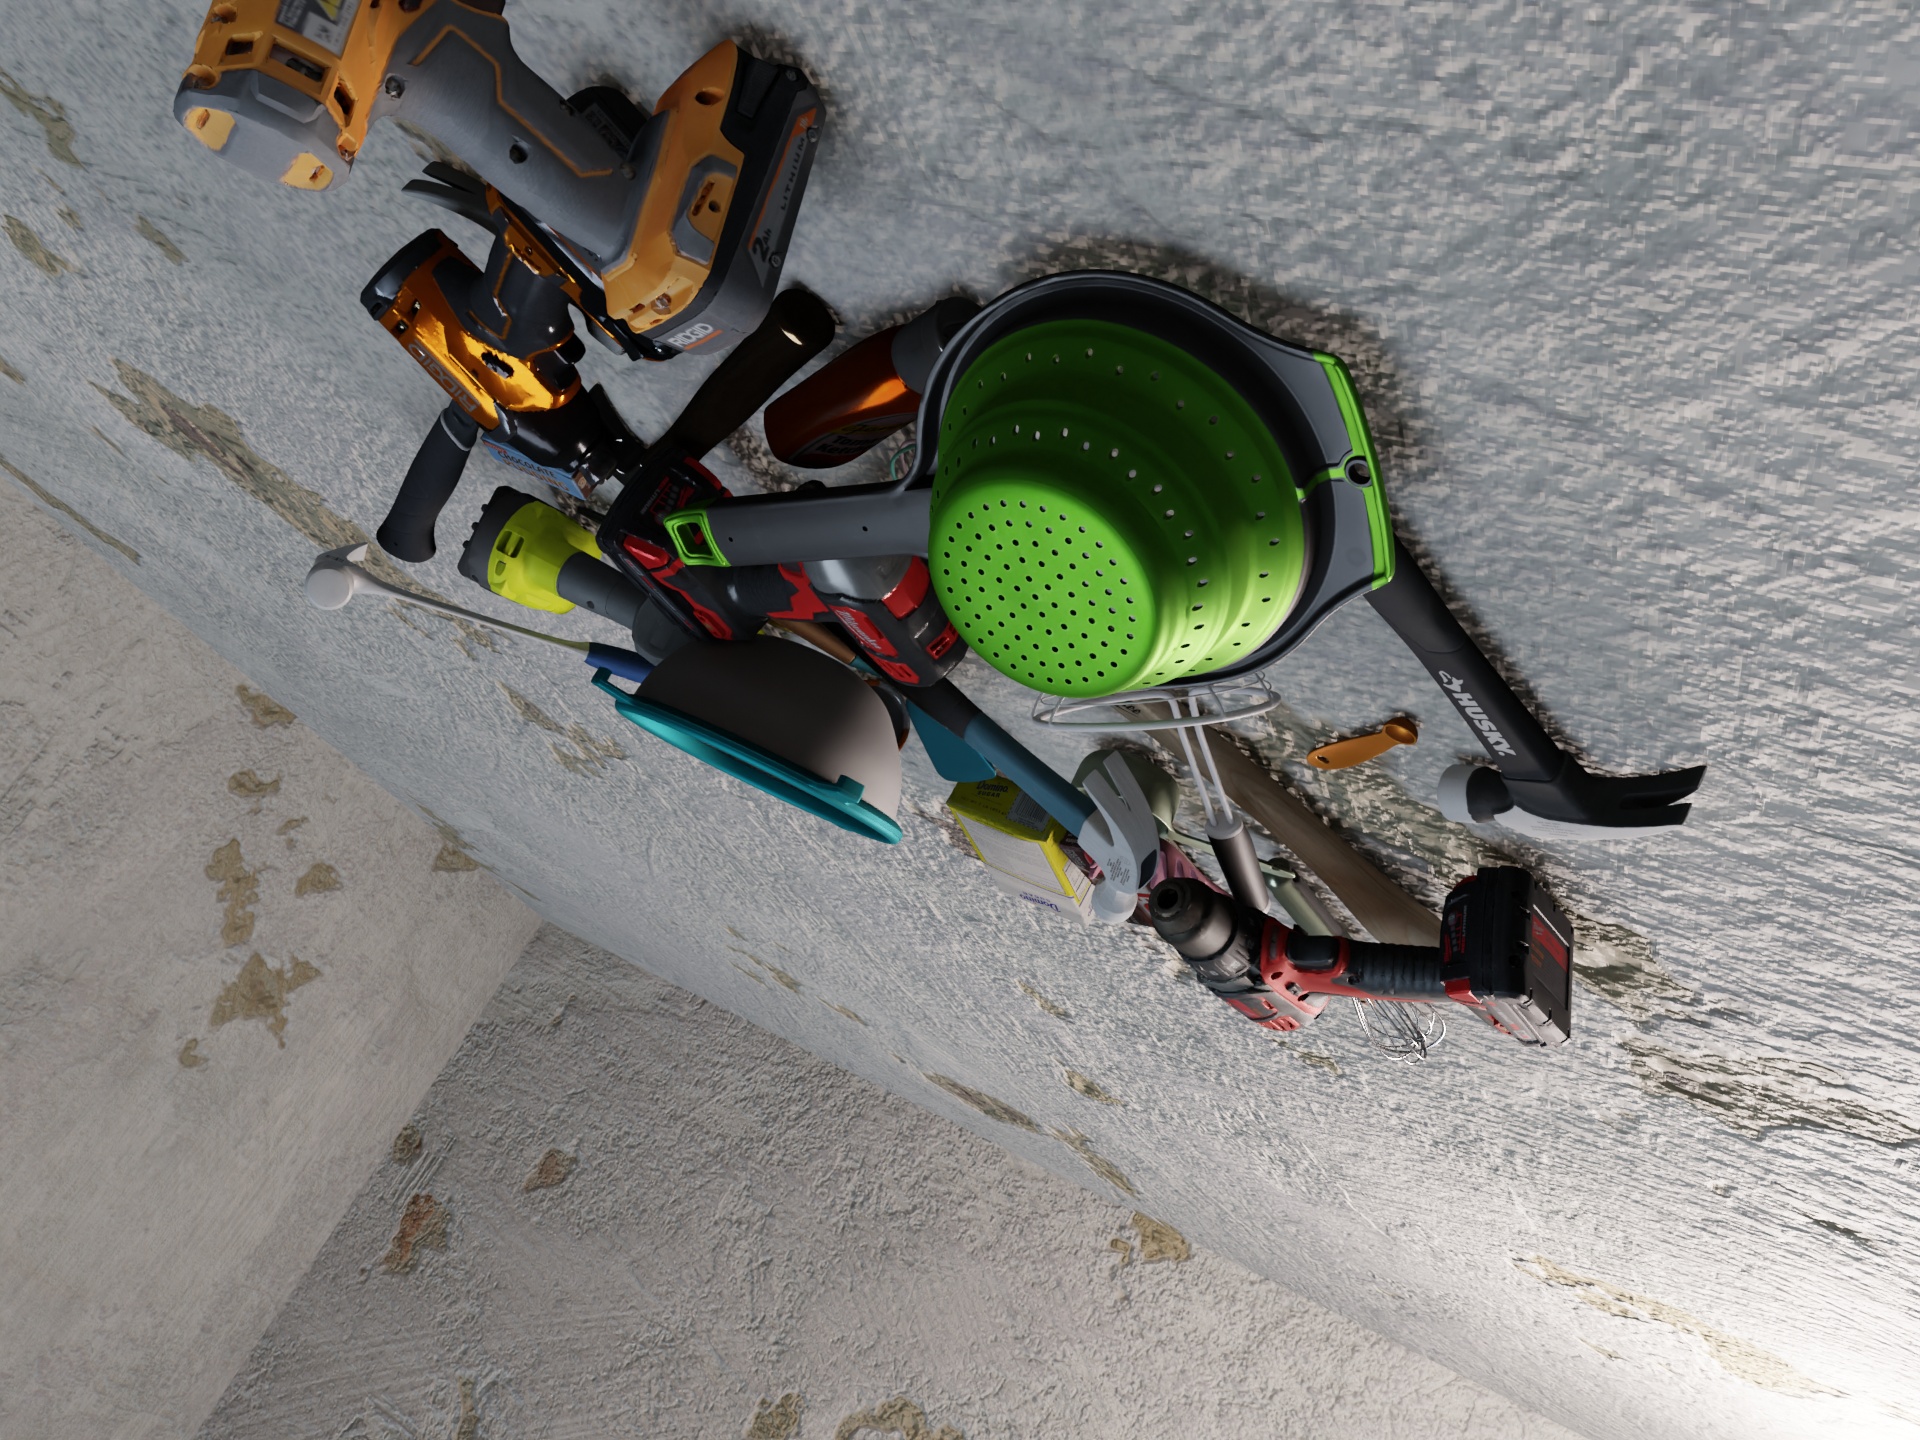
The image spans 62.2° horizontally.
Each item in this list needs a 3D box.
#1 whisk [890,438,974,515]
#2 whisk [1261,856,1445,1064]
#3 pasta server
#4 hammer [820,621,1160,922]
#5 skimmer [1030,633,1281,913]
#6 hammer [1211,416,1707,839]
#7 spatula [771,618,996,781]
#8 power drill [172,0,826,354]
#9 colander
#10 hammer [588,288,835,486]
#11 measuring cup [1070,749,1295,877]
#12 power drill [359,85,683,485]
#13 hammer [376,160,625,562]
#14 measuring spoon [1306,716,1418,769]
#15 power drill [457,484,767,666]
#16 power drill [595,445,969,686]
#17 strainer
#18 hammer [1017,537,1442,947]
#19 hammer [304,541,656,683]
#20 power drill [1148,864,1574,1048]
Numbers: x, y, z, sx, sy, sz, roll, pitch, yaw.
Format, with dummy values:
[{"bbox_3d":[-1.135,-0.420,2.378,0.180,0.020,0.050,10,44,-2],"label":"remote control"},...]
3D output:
[{"bbox_3d":[-0.019,-0.110,0.914,0.051,0.047,0.245,-12,168,-9],"label":"whisk"},{"bbox_3d":[0.289,0.178,1.174,0.059,0.058,0.246,-26,125,25],"label":"whisk"},{"bbox_3d":[0.212,0.154,1.167,0.316,0.040,0.060,33,153,-33],"label":"pasta server"},{"bbox_3d":[-0.002,-0.003,1.055,0.331,0.033,0.128,40,150,17],"label":"hammer"},{"bbox_3d":[0.141,0.058,0.924,0.127,0.090,0.362,-4,147,19],"label":"skimmer"},{"bbox_3d":[0.220,-0.047,0.745,0.334,0.035,0.146,43,157,-30],"label":"hammer"},{"bbox_3d":[-0.103,-0.051,1.156,0.317,0.044,0.082,33,161,-23],"label":"spatula"},{"bbox_3d":[-0.169,-0.268,0.635,0.226,0.185,0.084,21,168,-32],"label":"power drill"},{"bbox_3d":[-0.012,-0.078,0.725,0.397,0.094,0.204,0,125,36],"label":"colander"},{"bbox_3d":[-0.150,-0.185,0.953,0.130,0.031,0.331,37,159,-16],"label":"hammer"},{"bbox_3d":[0.157,0.065,1.103,0.167,0.038,0.083,21,163,2],"label":"measuring cup"},{"bbox_3d":[-0.206,-0.211,0.833,0.164,0.084,0.226,47,145,-21],"label":"power drill"},{"bbox_3d":[-0.329,-0.203,1.039,0.149,0.036,0.409,39,146,-12],"label":"hammer"},{"bbox_3d":[0.229,0.013,0.914,0.021,0.011,0.117,33,164,-6],"label":"measuring spoon"},{"bbox_3d":[-0.248,-0.088,1.220,0.228,0.080,0.190,26,179,17],"label":"power drill"},{"bbox_3d":[-0.106,-0.094,0.931,0.220,0.078,0.143,15,155,41],"label":"power drill"},{"bbox_3d":[-0.106,0.012,1.130,0.211,0.095,0.340,23,172,15],"label":"strainer"},{"bbox_3d":[0.170,0.029,0.994,0.410,0.038,0.146,38,158,-19],"label":"hammer"},{"bbox_3d":[-0.313,-0.061,1.285,0.405,0.035,0.144,18,-171,-21],"label":"hammer"},{"bbox_3d":[0.242,0.140,0.979,0.227,0.080,0.187,-7,150,36],"label":"power drill"}]
